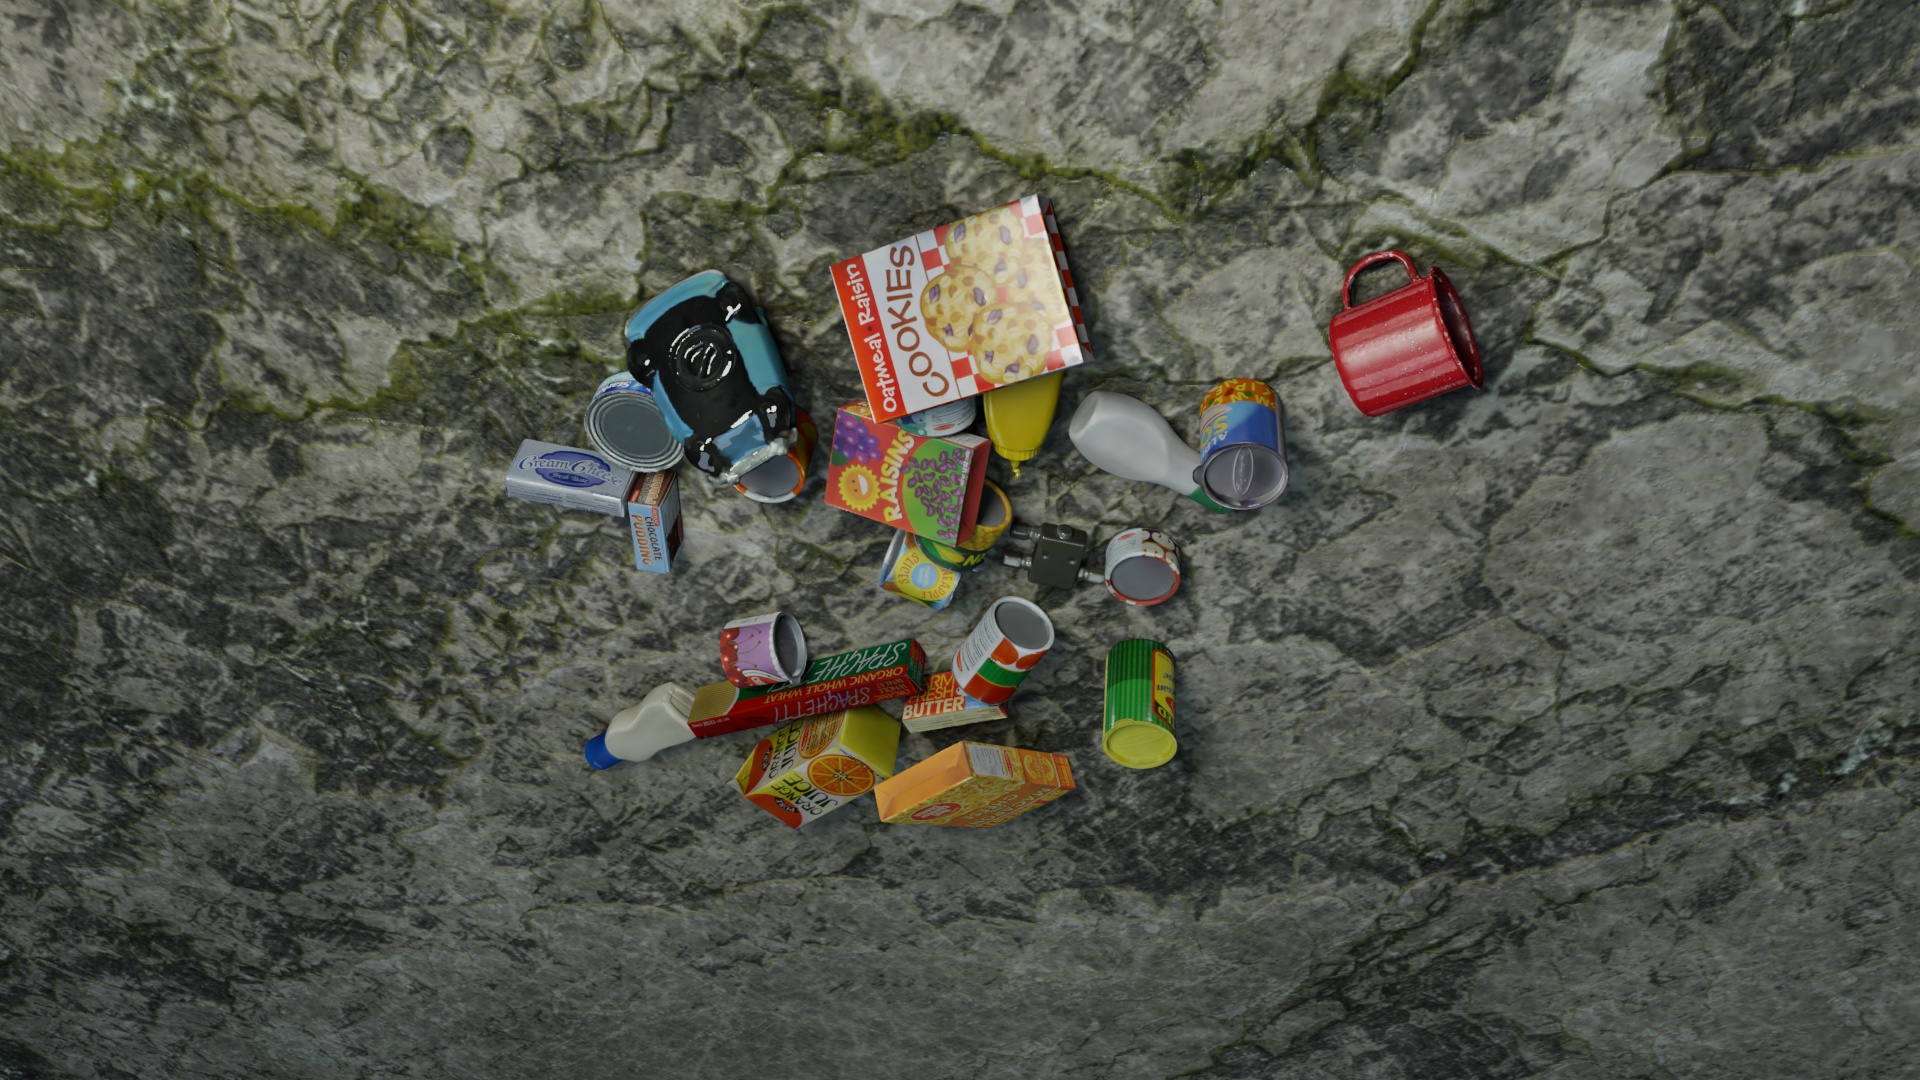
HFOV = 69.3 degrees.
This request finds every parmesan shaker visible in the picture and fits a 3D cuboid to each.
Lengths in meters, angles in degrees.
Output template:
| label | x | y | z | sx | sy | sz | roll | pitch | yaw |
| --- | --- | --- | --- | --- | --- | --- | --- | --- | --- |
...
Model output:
| label | x | y | z | sx | sy | sz | roll | pitch | yaw |
| --- | --- | --- | --- | --- | --- | --- | --- | --- | --- |
| parmesan shaker | 0.164 | 0.147 | 1.275 | 0.071 | 0.103 | 0.071 | 4 | 134 | 4 |

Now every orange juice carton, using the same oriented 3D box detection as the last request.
| label | x | y | z | sx | sy | sz | roll | pitch | yaw |
| --- | --- | --- | --- | --- | --- | --- | --- | --- | --- |
| orange juice carton | -0.154 | 0.233 | 1.424 | 0.192 | 0.073 | 0.071 | -32 | 122 | 32 |

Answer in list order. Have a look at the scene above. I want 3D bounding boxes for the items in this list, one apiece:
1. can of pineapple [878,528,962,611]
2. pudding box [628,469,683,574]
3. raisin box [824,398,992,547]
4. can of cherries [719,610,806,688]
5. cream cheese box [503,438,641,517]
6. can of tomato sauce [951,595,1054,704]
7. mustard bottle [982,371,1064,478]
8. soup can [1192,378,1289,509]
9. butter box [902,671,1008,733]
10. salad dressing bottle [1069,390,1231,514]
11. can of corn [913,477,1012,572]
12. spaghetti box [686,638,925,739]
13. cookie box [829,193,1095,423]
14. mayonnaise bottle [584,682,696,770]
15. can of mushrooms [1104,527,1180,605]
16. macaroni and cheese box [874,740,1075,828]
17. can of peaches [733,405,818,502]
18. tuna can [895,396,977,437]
| label | x | y | z | sx | sy | sz | roll | pitch | yaw |
| --- | --- | --- | --- | --- | --- | --- | --- | --- | --- |
| can of pineapple | -0.033 | 0.022 | 1.211 | 0.058 | 0.071 | 0.070 | 22 | 132 | -12 |
| pudding box | -0.268 | -0.017 | 1.224 | 0.030 | 0.050 | 0.083 | 7 | 133 | 4 |
| raisin box | -0.043 | -0.056 | 1.117 | 0.123 | 0.040 | 0.085 | 18 | 113 | 20 |
| can of cherries | -0.186 | 0.106 | 1.312 | 0.058 | 0.072 | 0.071 | -11 | 130 | 18 |
| cream cheese box | -0.334 | -0.054 | 1.196 | 0.104 | 0.054 | 0.024 | 10 | 135 | -1 |
| can of tomato sauce | 0.041 | 0.101 | 1.277 | 0.071 | 0.071 | 0.082 | 23 | 131 | -13 |
| mustard bottle | 0.046 | -0.112 | 1.089 | 0.065 | 0.049 | 0.159 | 7 | 134 | 2 |
| soup can | 0.215 | -0.076 | 1.073 | 0.071 | 0.084 | 0.071 | 4 | 133 | 5 |
| butter box | -0.004 | 0.152 | 1.340 | 0.103 | 0.053 | 0.024 | -12 | 133 | 19 |
| salad dressing bottle | 0.160 | -0.068 | 1.117 | 0.147 | 0.044 | 0.064 | 27 | 129 | -18 |
| can of corn | 0.004 | -0.015 | 1.173 | 0.071 | 0.071 | 0.058 | 25 | 131 | -14 |
| spaghetti box | -0.152 | 0.146 | 1.358 | 0.250 | 0.050 | 0.028 | -14 | 130 | 20 |
| cookie box | 0.000 | -0.166 | 1.011 | 0.167 | 0.040 | 0.123 | -15 | 93 | 21 |
| mayonnaise bottle | -0.331 | 0.197 | 1.441 | 0.147 | 0.041 | 0.064 | -28 | 122 | 31 |
| can of mushrooms | 0.161 | 0.024 | 1.210 | 0.071 | 0.034 | 0.070 | 4 | 132 | 5 |
| macaroni and cheese box | 0.016 | 0.247 | 1.385 | 0.123 | 0.040 | 0.166 | -32 | 149 | 31 |
| can of peaches | -0.156 | -0.075 | 1.147 | 0.071 | 0.058 | 0.070 | 4 | 134 | 5 |
| tuna can | -0.022 | -0.114 | 1.087 | 0.071 | 0.071 | 0.032 | 2 | 132 | 7 |
